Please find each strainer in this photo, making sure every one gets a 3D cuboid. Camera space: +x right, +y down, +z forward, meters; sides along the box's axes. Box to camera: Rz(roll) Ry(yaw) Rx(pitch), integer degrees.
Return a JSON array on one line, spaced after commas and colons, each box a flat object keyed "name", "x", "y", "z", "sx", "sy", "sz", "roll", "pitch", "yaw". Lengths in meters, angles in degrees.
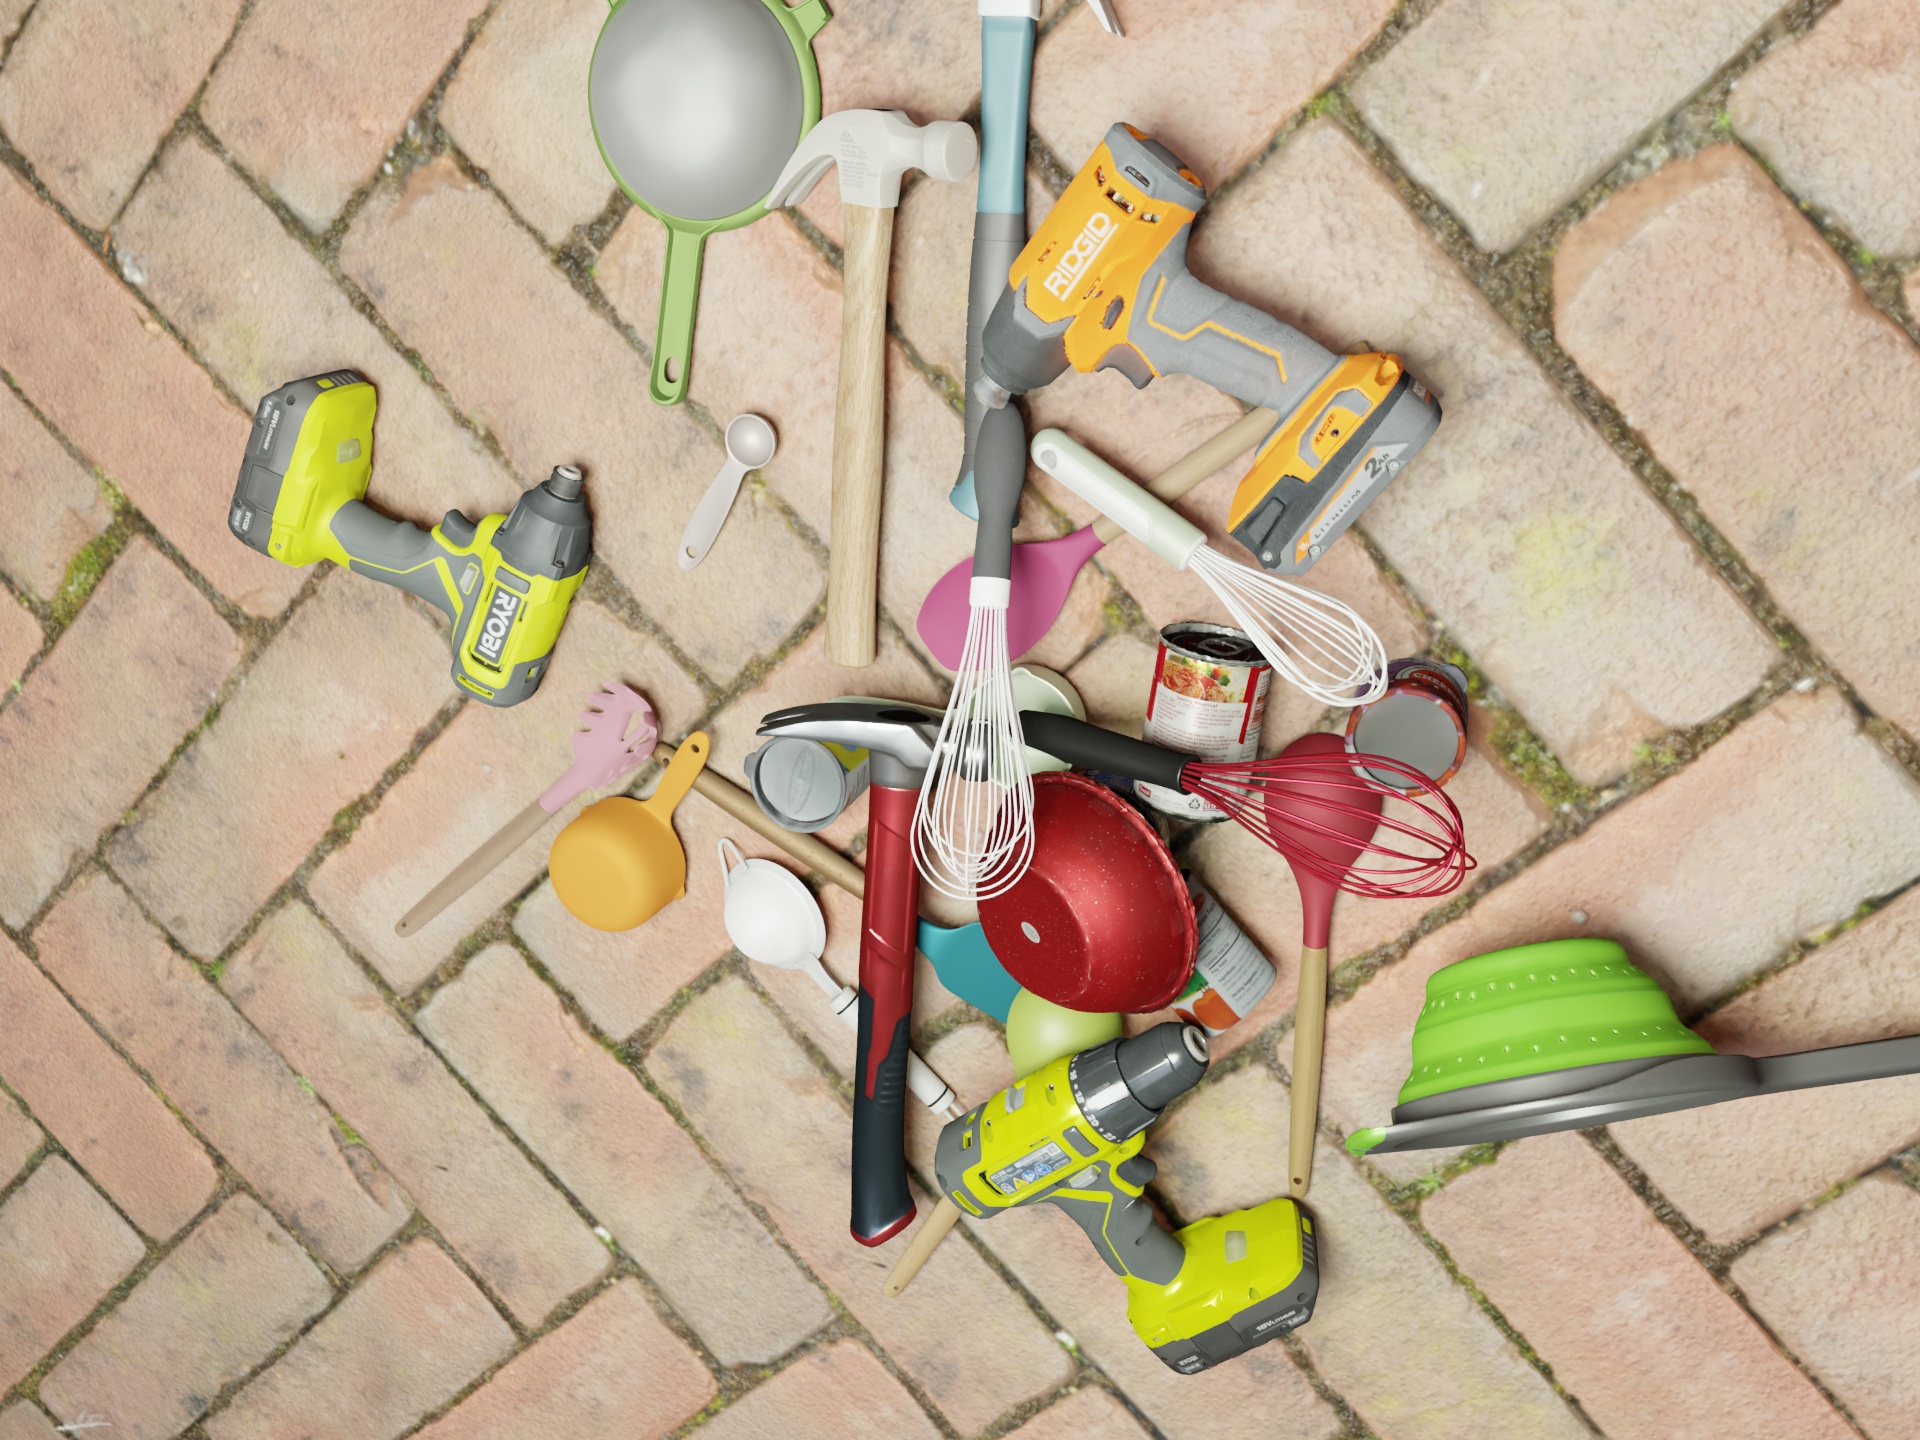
[{"name": "strainer", "x": -0.171, "y": -0.310, "z": 0.935, "sx": 0.151, "sy": 0.069, "sz": 0.256, "roll": 15, "pitch": 110, "yaw": 13}, {"name": "strainer", "x": -0.086, "y": 0.186, "z": 1.087, "sx": 0.258, "sy": 0.050, "sz": 0.087, "roll": 46, "pitch": 131, "yaw": -4}]

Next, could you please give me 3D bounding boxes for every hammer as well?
[{"name": "hammer", "x": 0.021, "y": -0.274, "z": 0.903, "sx": 0.128, "sy": 0.033, "sz": 0.331, "roll": 8, "pitch": 110, "yaw": 17}, {"name": "hammer", "x": -0.063, "y": 0.173, "z": 1.022, "sx": 0.143, "sy": 0.038, "sz": 0.386, "roll": 6, "pitch": 112, "yaw": 3}, {"name": "hammer", "x": -0.062, "y": -0.189, "z": 0.946, "sx": 0.130, "sy": 0.031, "sz": 0.331, "roll": 21, "pitch": 119, "yaw": 31}]

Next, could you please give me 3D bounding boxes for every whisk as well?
[{"name": "whisk", "x": 0.013, "y": -0.040, "z": 0.902, "sx": 0.070, "sy": 0.070, "sz": 0.284, "roll": 4, "pitch": 89, "yaw": 17}, {"name": "whisk", "x": 0.136, "y": -0.089, "z": 0.891, "sx": 0.246, "sy": 0.059, "sz": 0.057, "roll": 39, "pitch": 139, "yaw": 14}, {"name": "whisk", "x": 0.140, "y": 0.034, "z": 0.862, "sx": 0.296, "sy": 0.073, "sz": 0.073, "roll": 16, "pitch": 114, "yaw": 40}]

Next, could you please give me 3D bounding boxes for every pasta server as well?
[{"name": "pasta server", "x": -0.314, "y": 0.074, "z": 1.127, "sx": 0.316, "sy": 0.040, "sz": 0.060, "roll": -37, "pitch": 71, "yaw": 26}]

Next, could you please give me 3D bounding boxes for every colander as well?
[{"name": "colander", "x": 0.406, "y": 0.165, "z": 0.884, "sx": 0.397, "sy": 0.204, "sz": 0.095, "roll": -10, "pitch": 70, "yaw": 5}]

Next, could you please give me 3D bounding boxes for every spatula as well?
[{"name": "spatula", "x": -0.074, "y": 0.100, "z": 1.064, "sx": 0.317, "sy": 0.044, "sz": 0.082, "roll": 32, "pitch": 115, "yaw": 11}]

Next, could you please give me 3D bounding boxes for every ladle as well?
[{"name": "ladle", "x": 0.016, "y": 0.292, "z": 1.090, "sx": 0.078, "sy": 0.062, "sz": 0.320, "roll": 19, "pitch": 123, "yaw": -17}, {"name": "ladle", "x": 0.217, "y": 0.161, "z": 0.984, "sx": 0.069, "sy": 0.031, "sz": 0.315, "roll": 5, "pitch": 110, "yaw": 17}]

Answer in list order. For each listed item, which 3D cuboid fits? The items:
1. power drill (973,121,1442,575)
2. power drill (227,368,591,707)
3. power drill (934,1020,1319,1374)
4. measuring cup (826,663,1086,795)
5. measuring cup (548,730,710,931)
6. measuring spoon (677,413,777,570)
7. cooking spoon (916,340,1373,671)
[{"name": "power drill", "x": 0.122, "y": -0.182, "z": 0.849, "sx": 0.226, "sy": 0.084, "sz": 0.164, "roll": 40, "pitch": 117, "yaw": 0}, {"name": "power drill", "x": -0.356, "y": -0.132, "z": 1.055, "sx": 0.223, "sy": 0.080, "sz": 0.171, "roll": 29, "pitch": 115, "yaw": 3}, {"name": "power drill", "x": 0.123, "y": 0.294, "z": 0.997, "sx": 0.190, "sy": 0.080, "sz": 0.228, "roll": -35, "pitch": 110, "yaw": 24}, {"name": "measuring cup", "x": -0.002, "y": -0.003, "z": 0.998, "sx": 0.167, "sy": 0.038, "sz": 0.083, "roll": 7, "pitch": 109, "yaw": 18}, {"name": "measuring cup", "x": -0.219, "y": 0.075, "z": 1.074, "sx": 0.095, "sy": 0.052, "sz": 0.173, "roll": 40, "pitch": 124, "yaw": 4}, {"name": "measuring spoon", "x": -0.150, "y": -0.145, "z": 1.016, "sx": 0.034, "sy": 0.018, "sz": 0.124, "roll": 38, "pitch": 122, "yaw": 3}, {"name": "cooking spoon", "x": 0.102, "y": -0.123, "z": 0.933, "sx": 0.319, "sy": 0.017, "sz": 0.068, "roll": -33, "pitch": 99, "yaw": 25}]
